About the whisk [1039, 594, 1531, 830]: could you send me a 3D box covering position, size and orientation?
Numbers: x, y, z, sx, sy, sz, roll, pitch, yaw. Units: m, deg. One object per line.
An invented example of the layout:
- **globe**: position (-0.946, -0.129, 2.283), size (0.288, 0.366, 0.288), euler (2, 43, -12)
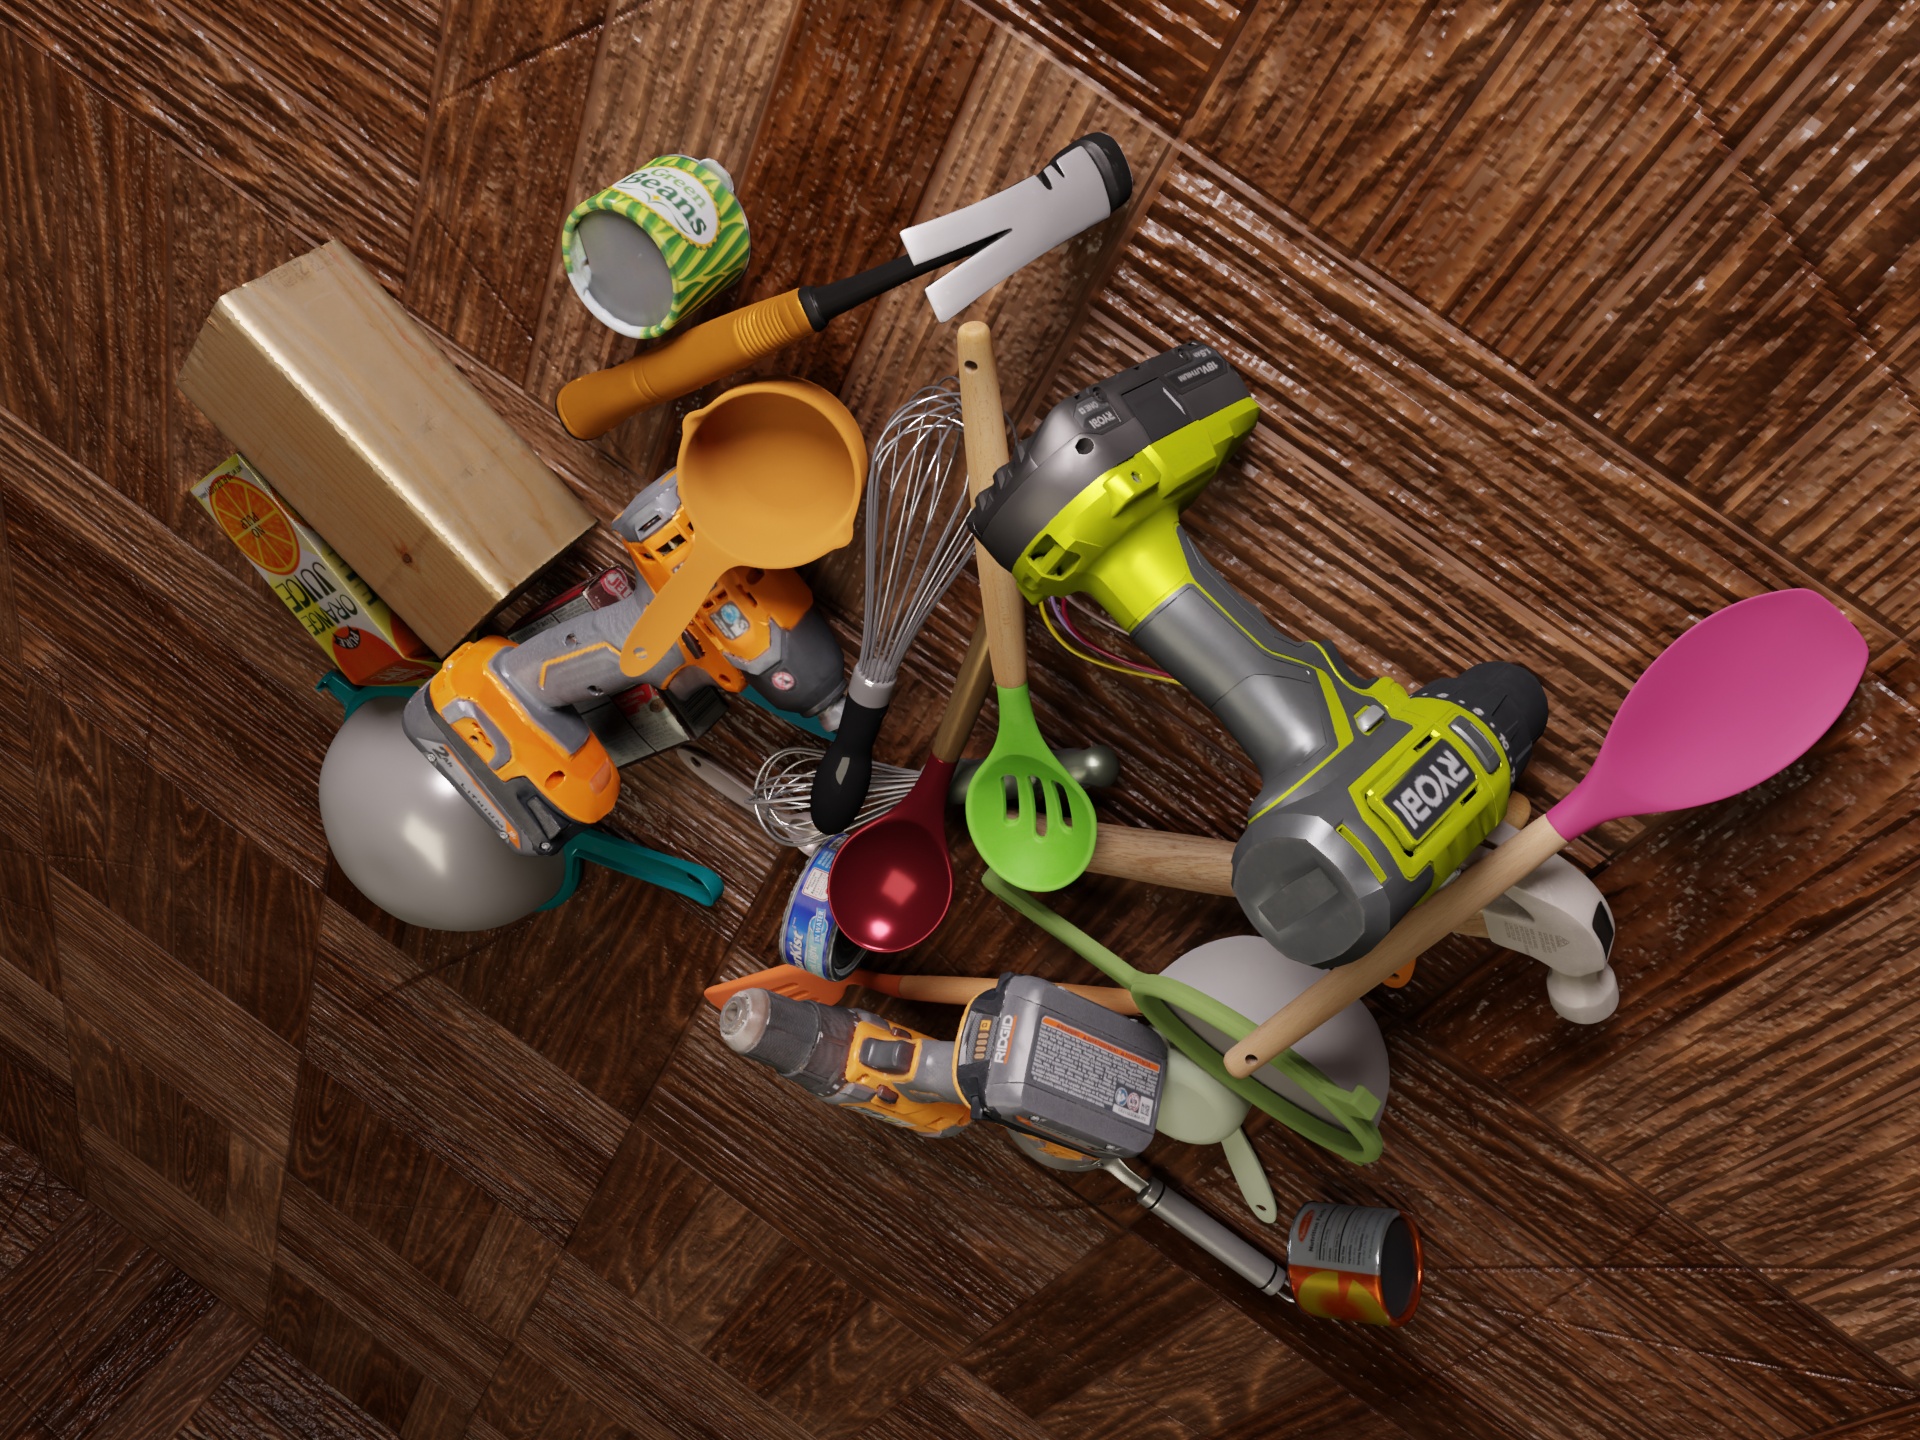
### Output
- **whisk**: position (0.145, -0.009, 0.729), size (0.245, 0.047, 0.051), euler (29, 155, 5)

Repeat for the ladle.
- **ladle**: position (-0.001, -0.003, 0.806), size (0.069, 0.031, 0.315), euler (22, 124, 0)

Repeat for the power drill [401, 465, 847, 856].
- **power drill**: position (-0.175, -0.018, 0.872), size (0.226, 0.084, 0.164), euler (-33, 106, 22)

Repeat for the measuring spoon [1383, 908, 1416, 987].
- **measuring spoon**: position (0.202, 0.099, 0.740), size (0.021, 0.011, 0.116), euler (16, 149, 22)

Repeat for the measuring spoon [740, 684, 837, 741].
- **measuring spoon**: position (-0.113, -0.023, 0.918), size (0.128, 0.021, 0.042), euler (27, 137, -2)

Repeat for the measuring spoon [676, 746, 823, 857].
- **measuring spoon**: position (-0.124, 0.046, 0.985), size (0.124, 0.018, 0.034), euler (31, 142, 18)

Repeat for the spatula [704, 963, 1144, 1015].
- **spatula**: position (-0.017, 0.178, 1.003), size (0.323, 0.041, 0.080), euler (-3, 148, 34)

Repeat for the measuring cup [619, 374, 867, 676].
- **measuring cup**: position (-0.113, -0.093, 0.782), size (0.095, 0.052, 0.173), euler (36, 113, -11)

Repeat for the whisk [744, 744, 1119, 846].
- **whisk**: position (-0.022, 0.035, 0.882), size (0.246, 0.057, 0.059), euler (-7, 84, 33)

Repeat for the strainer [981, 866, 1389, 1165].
- **strainer**: position (0.128, 0.132, 0.851), size (0.256, 0.069, 0.151), euler (33, 166, 24)

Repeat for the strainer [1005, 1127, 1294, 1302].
- **strainer**: position (0.116, 0.299, 1.019), size (0.258, 0.050, 0.086), euler (36, 123, -2)

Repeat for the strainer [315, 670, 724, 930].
- **strainer**: position (-0.325, 0.095, 1.100), size (0.340, 0.095, 0.210), euler (14, 133, 26)

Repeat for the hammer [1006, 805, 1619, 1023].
- **hammer**: position (0.149, 0.076, 0.794), size (0.331, 0.031, 0.129), euler (7, 144, 33)

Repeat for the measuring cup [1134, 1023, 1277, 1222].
- **measuring cup**: position (0.152, 0.252, 0.951), size (0.083, 0.038, 0.167), euler (-7, 119, 38)

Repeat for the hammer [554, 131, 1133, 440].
- **hammer**: position (-0.085, -0.172, 0.703), size (0.337, 0.127, 0.034), euler (-8, 116, 45)

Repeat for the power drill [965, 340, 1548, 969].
- **power drill**: position (0.129, -0.036, 0.635), size (0.228, 0.190, 0.080), euler (51, 138, 7)

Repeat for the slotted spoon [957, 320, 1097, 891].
- **slotted spoon**: position (0.024, -0.039, 0.734), size (0.070, 0.031, 0.313), euler (8, 133, 18)

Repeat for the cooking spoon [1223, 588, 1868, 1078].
- **cooking spoon**: position (0.230, 0.060, 0.669), size (0.068, 0.017, 0.319), euler (44, 114, -6)

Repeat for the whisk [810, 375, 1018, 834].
- **whisk**: position (-0.036, -0.042, 0.788), size (0.070, 0.070, 0.284), euler (29, 130, 11)

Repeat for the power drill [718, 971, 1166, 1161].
- **power drill**: position (-0.018, 0.197, 0.931), size (0.185, 0.084, 0.226), euler (29, 153, -33)
